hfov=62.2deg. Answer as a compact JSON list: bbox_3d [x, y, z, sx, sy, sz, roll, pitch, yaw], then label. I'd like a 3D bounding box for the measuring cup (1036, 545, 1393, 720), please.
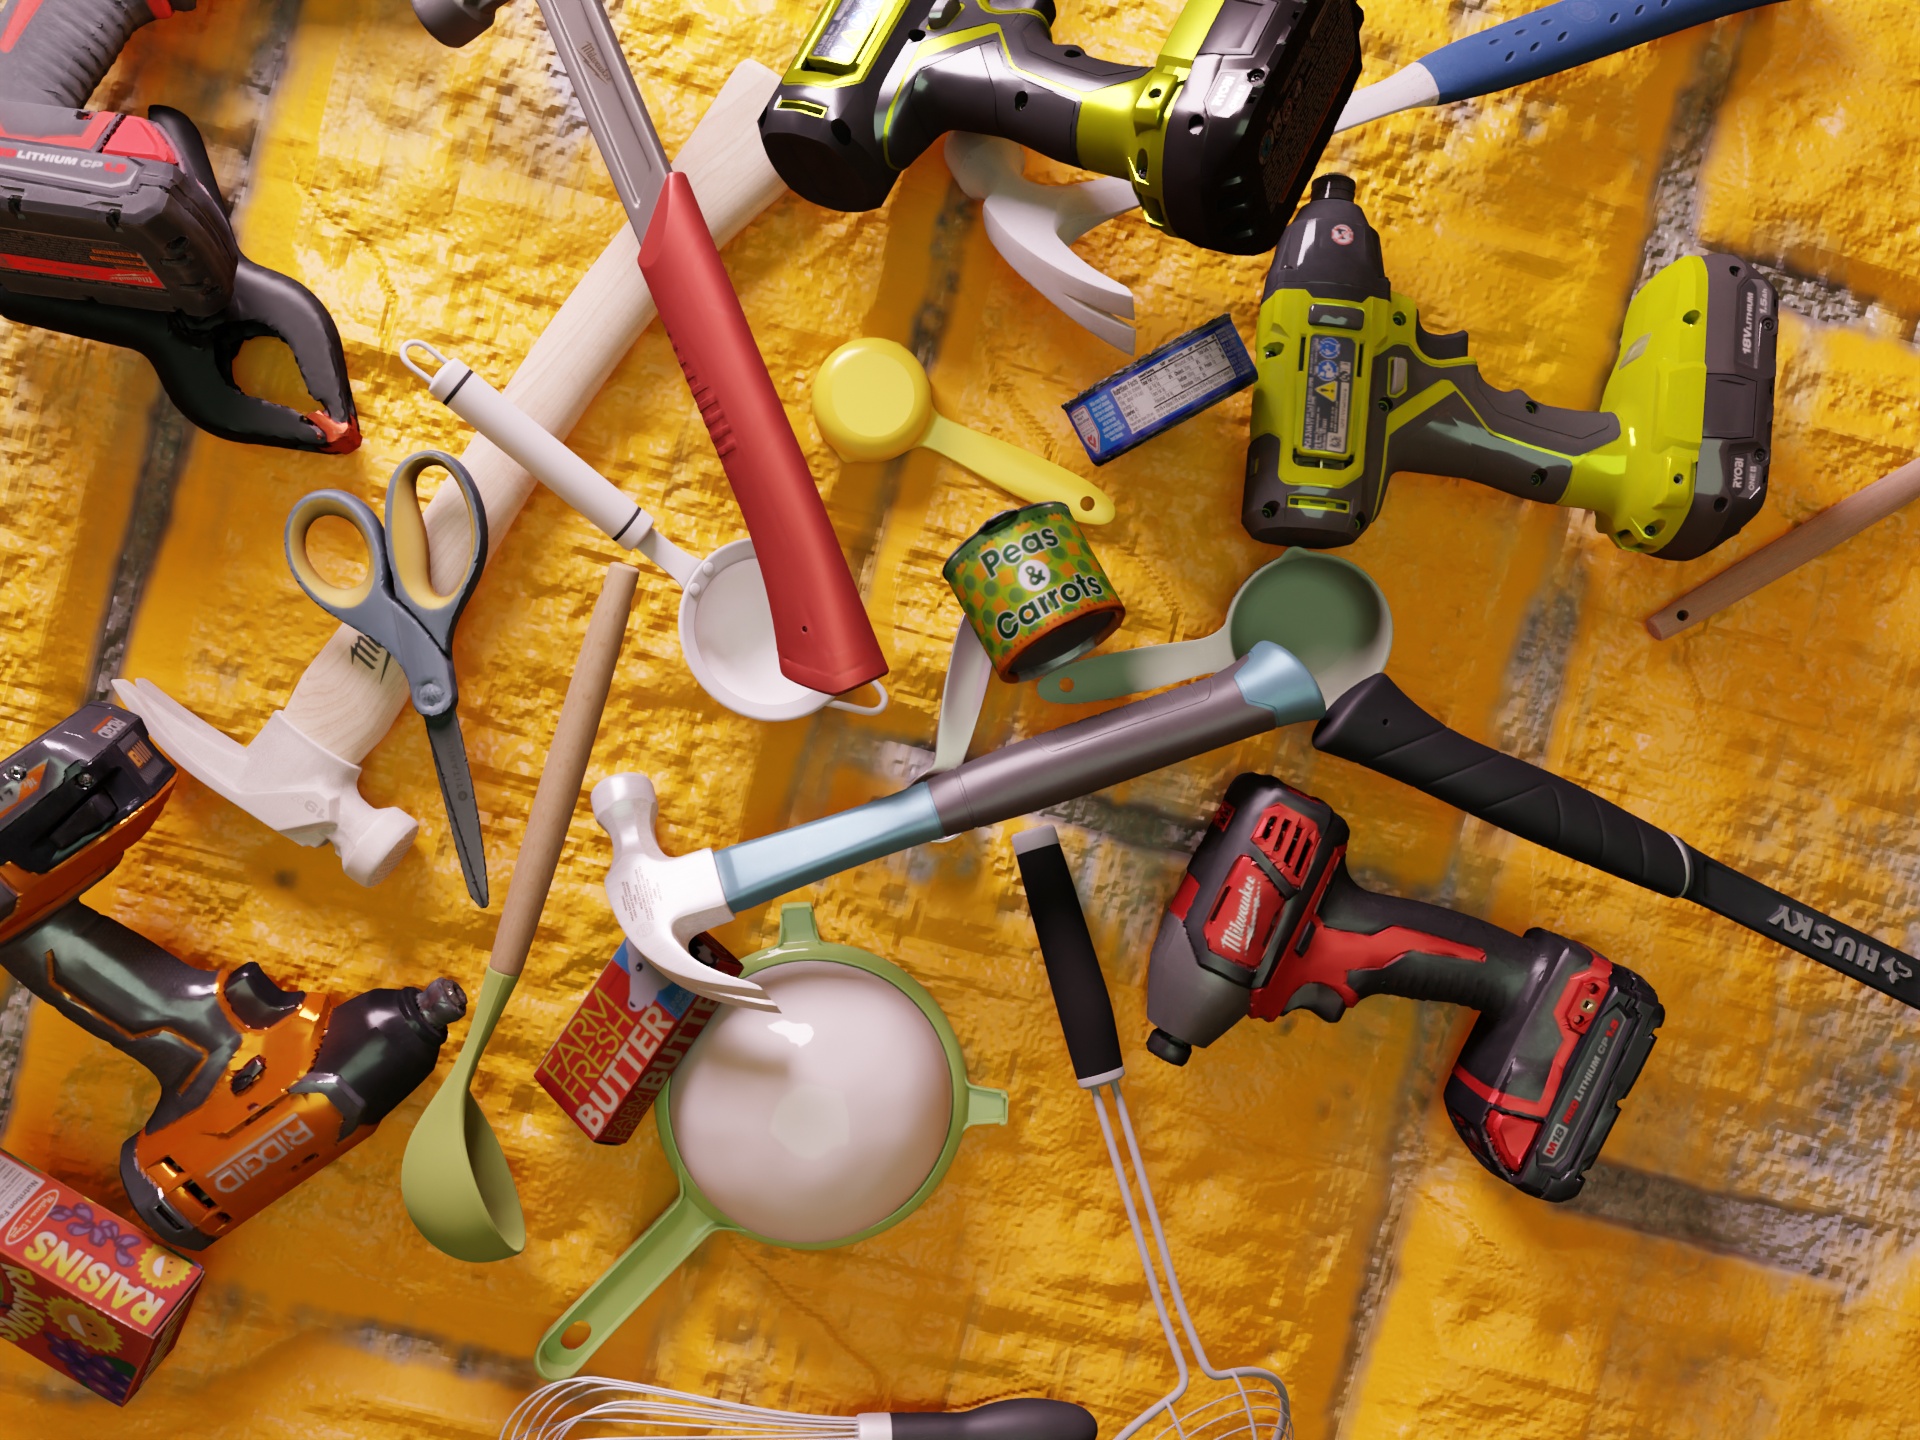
[{"bbox_3d":[0.119,-0.033,0.759,0.167,0.038,0.083,-12,97,8],"label":"measuring cup"}]

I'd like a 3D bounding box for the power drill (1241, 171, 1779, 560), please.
[{"bbox_3d":[0.248,-0.160,0.736,0.223,0.080,0.171,6,86,-1],"label":"power drill"}]

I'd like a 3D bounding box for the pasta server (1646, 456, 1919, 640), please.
[{"bbox_3d":[0.475,-0.124,0.773,0.316,0.040,0.060,-30,83,-1],"label":"pasta server"}]

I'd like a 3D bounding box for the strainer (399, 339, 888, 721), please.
[{"bbox_3d":[-0.139,-0.081,0.710,0.258,0.050,0.087,40,65,-20],"label":"strainer"}]

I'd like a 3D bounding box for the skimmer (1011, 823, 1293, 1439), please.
[{"bbox_3d":[0.071,0.232,0.766,0.127,0.090,0.363,-13,83,-26],"label":"skimmer"}]

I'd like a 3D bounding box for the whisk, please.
[{"bbox_3d":[-0.073,0.341,0.755,0.284,0.070,0.070,1,93,-9],"label":"whisk"}]

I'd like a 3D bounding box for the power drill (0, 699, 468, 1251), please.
[{"bbox_3d":[-0.338,0.106,0.698,0.164,0.084,0.226,-34,109,-2],"label":"power drill"}]

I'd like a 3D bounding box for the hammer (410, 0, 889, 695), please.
[{"bbox_3d":[-0.105,-0.183,0.676,0.149,0.037,0.359,-21,94,24],"label":"hammer"}]

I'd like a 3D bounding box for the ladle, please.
[{"bbox_3d":[-0.181,0.088,0.702,0.062,0.078,0.320,16,97,-17],"label":"ladle"}]

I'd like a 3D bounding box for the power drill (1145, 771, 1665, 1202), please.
[{"bbox_3d":[0.198,0.131,0.752,0.219,0.078,0.143,26,91,-2],"label":"power drill"}]

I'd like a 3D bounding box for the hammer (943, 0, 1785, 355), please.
[{"bbox_3d":[0.205,-0.282,0.725,0.405,0.035,0.144,-21,59,-7],"label":"hammer"}]

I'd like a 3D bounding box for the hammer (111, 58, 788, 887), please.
[{"bbox_3d":[-0.212,-0.131,0.728,0.146,0.038,0.410,35,90,-4],"label":"hammer"}]

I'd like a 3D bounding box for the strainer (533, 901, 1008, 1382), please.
[{"bbox_3d":[-0.107,0.220,0.737,0.256,0.069,0.151,-45,95,-2],"label":"strainer"}]

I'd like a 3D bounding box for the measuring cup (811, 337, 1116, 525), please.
[{"bbox_3d":[0.003,-0.129,0.744,0.156,0.029,0.062,25,91,-3],"label":"measuring cup"}]

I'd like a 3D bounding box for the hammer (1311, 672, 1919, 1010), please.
[{"bbox_3d":[0.348,0.081,0.747,0.409,0.036,0.149,24,79,-9],"label":"hammer"}]

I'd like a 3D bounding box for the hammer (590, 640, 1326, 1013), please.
[{"bbox_3d":[0.001,0.034,0.717,0.331,0.033,0.128,-19,61,-1],"label":"hammer"}]

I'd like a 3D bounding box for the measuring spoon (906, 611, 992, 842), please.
[{"bbox_3d":[-0.001,-0.002,0.762,0.034,0.018,0.124,14,85,-5],"label":"measuring spoon"}]

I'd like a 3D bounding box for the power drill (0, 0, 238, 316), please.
[{"bbox_3d":[-0.331,-0.293,0.673,0.188,0.080,0.227,7,76,-4],"label":"power drill"}]

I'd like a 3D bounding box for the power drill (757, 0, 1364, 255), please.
[{"bbox_3d":[0.046,-0.293,0.672,0.229,0.080,0.190,21,76,26],"label":"power drill"}]
